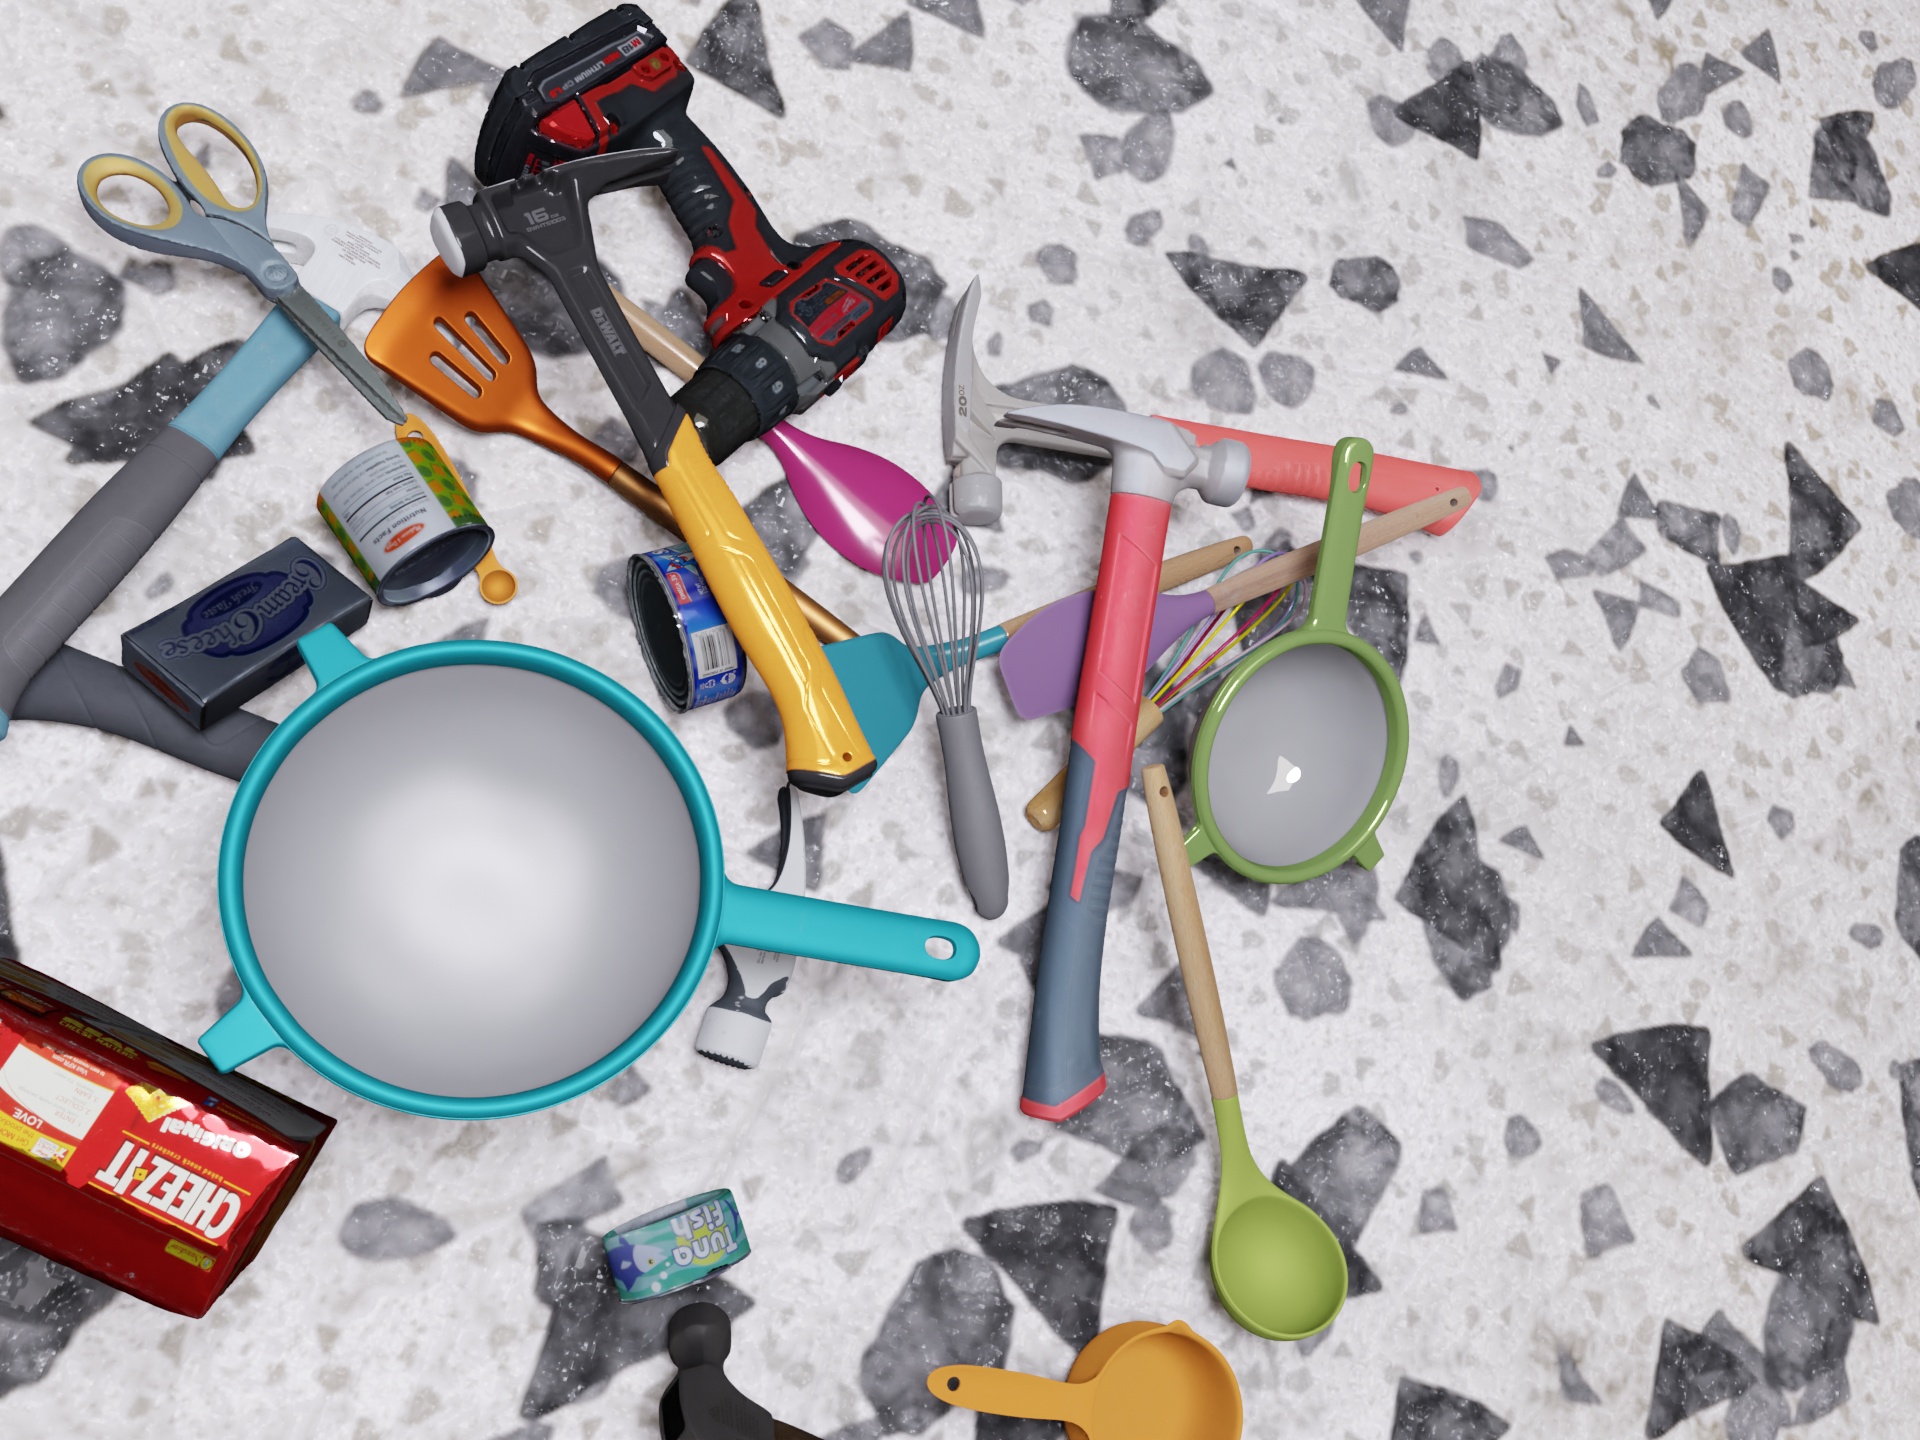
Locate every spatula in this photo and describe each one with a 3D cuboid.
[{"bbox_3d":[-0.164,-0.122,0.858,0.322,0.041,0.081,36,65,-11],"label":"spatula"},{"bbox_3d":[0.052,-0.054,0.920,0.317,0.044,0.082,-23,106,-24],"label":"spatula"},{"bbox_3d":[0.166,-0.081,0.930,0.316,0.018,0.059,-22,99,-15],"label":"spatula"}]

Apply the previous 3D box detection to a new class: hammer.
[{"bbox_3d":[-0.379,-0.123,0.769,0.128,0.033,0.331,32,62,-9],"label":"hammer"},{"bbox_3d":[-0.125,-0.119,0.782,0.127,0.034,0.337,-28,90,-25],"label":"hammer"},{"bbox_3d":[0.162,-0.175,0.992,0.359,0.036,0.149,6,76,-18],"label":"hammer"},{"bbox_3d":[-0.267,0.040,0.789,0.408,0.036,0.149,22,70,-13],"label":"hammer"},{"bbox_3d":[0.062,0.021,0.871,0.143,0.038,0.386,10,85,-12],"label":"hammer"},{"bbox_3d":[0.002,0.394,0.776,0.331,0.130,0.031,30,103,-19],"label":"hammer"}]

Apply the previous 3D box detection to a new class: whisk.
[{"bbox_3d":[0.125,-0.023,0.941,0.245,0.047,0.051,-43,95,-20],"label":"whisk"},{"bbox_3d":[0.000,-0.003,0.853,0.055,0.055,0.239,-17,107,-22],"label":"whisk"}]

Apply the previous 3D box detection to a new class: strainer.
[{"bbox_3d":[0.190,-0.036,0.920,0.151,0.069,0.256,3,101,-28],"label":"strainer"},{"bbox_3d":[-0.162,0.089,0.745,0.340,0.095,0.211,13,68,-20],"label":"strainer"}]

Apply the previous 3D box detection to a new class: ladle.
[{"bbox_3d":[0.144,0.179,0.856,0.078,0.062,0.320,-16,97,-25],"label":"ladle"}]

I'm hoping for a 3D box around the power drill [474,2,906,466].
[{"bbox_3d":[-0.157,-0.252,0.861,0.226,0.080,0.188,45,57,-7],"label":"power drill"}]

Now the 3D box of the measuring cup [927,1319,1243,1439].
[{"bbox_3d":[0.058,0.351,0.824,0.173,0.052,0.095,15,73,-14],"label":"measuring cup"}]

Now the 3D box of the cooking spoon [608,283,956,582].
[{"bbox_3d":[-0.134,-0.186,0.898,0.318,0.017,0.069,37,66,-9],"label":"cooking spoon"}]

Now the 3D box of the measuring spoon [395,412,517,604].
[{"bbox_3d":[-0.267,-0.111,0.839,0.021,0.011,0.117,-29,85,-13],"label":"measuring spoon"}]
